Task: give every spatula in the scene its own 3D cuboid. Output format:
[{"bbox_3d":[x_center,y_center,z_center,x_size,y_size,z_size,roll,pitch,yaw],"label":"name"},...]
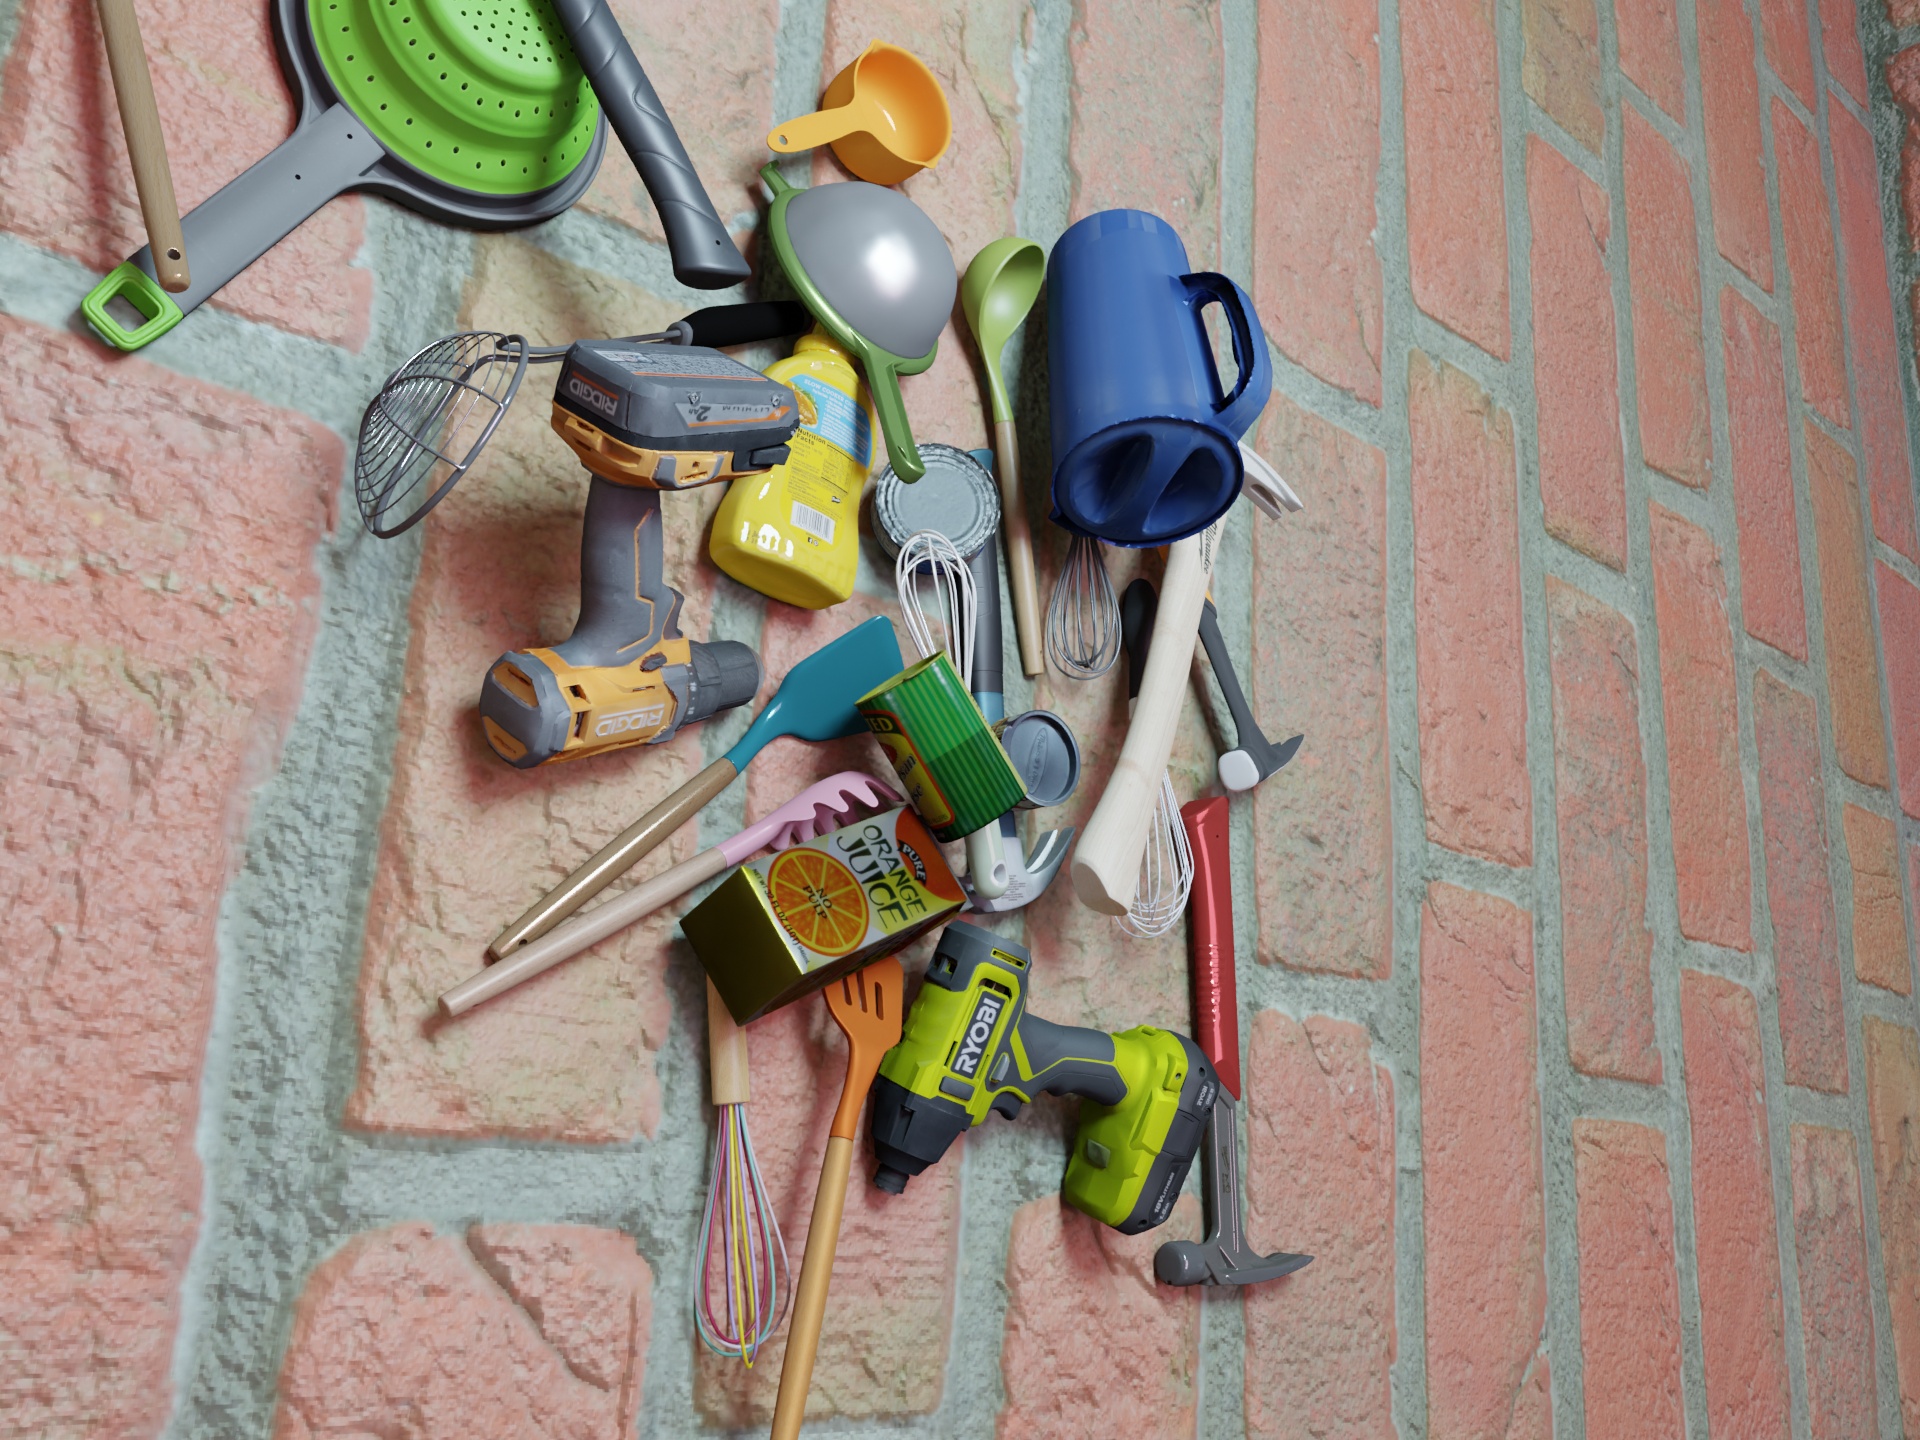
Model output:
[{"bbox_3d":[-0.079,0.269,0.923,0.081,0.041,0.323,31,54,-32],"label":"spatula"},{"bbox_3d":[-0.148,0.044,0.941,0.317,0.044,0.082,-42,135,-37],"label":"spatula"}]

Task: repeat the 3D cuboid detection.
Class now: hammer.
[{"bbox_3d":[0.015,-0.031,1.109,0.128,0.033,0.331,4,77,-40],"label":"hammer"},{"bbox_3d":[0.202,0.238,1.206,0.149,0.037,0.359,10,74,-40],"label":"hammer"},{"bbox_3d":[-0.224,-0.424,0.865,0.149,0.036,0.408,-38,105,-42],"label":"hammer"},{"bbox_3d":[0.160,-0.044,1.161,0.146,0.038,0.411,33,58,-26],"label":"hammer"},{"bbox_3d":[0.184,-0.114,1.263,0.127,0.034,0.337,-23,92,-60],"label":"hammer"}]

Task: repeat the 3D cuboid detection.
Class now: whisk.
[{"bbox_3d":[0.090,-0.144,1.196,0.055,0.055,0.239,16,65,-38],"label":"whisk"},{"bbox_3d":[0.139,0.023,1.189,0.070,0.070,0.285,18,64,-37],"label":"whisk"},{"bbox_3d":[-0.132,0.243,0.917,0.047,0.051,0.245,19,62,-59],"label":"whisk"},{"bbox_3d":[-0.002,-0.003,1.038,0.057,0.059,0.246,-13,93,-46],"label":"whisk"}]

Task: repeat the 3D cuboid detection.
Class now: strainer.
[{"bbox_3d":[-0.041,-0.266,1.032,0.151,0.069,0.257,21,43,-43],"label":"strainer"}]

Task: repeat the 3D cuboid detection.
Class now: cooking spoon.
[{"bbox_3d":[-0.420,-0.357,0.791,0.068,0.017,0.319,-8,77,-40],"label":"cooking spoon"}]

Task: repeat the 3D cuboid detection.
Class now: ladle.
[{"bbox_3d":[0.046,-0.193,1.161,0.078,0.062,0.320,2,81,-67],"label":"ladle"}]

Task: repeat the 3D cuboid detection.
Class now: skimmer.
[{"bbox_3d":[-0.195,-0.189,0.927,0.363,0.127,0.090,-29,94,-51],"label":"skimmer"}]

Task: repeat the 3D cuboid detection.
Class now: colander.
[{"bbox_3d":[-0.308,-0.335,0.856,0.204,0.094,0.397,48,53,-22],"label":"colander"}]

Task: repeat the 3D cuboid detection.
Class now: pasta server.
[{"bbox_3d":[-0.156,0.097,0.917,0.316,0.060,0.040,-28,77,-41],"label":"pasta server"}]

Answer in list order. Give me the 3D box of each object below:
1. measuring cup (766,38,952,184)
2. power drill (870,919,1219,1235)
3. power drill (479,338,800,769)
[{"bbox_3d":[-0.082,-0.408,1.101,0.173,0.052,0.095,-34,103,-39],"label":"measuring cup"},{"bbox_3d":[0.050,0.247,1.037,0.223,0.080,0.171,28,80,-30],"label":"power drill"},{"bbox_3d":[-0.159,-0.087,0.877,0.185,0.084,0.226,-13,128,-52],"label":"power drill"}]
